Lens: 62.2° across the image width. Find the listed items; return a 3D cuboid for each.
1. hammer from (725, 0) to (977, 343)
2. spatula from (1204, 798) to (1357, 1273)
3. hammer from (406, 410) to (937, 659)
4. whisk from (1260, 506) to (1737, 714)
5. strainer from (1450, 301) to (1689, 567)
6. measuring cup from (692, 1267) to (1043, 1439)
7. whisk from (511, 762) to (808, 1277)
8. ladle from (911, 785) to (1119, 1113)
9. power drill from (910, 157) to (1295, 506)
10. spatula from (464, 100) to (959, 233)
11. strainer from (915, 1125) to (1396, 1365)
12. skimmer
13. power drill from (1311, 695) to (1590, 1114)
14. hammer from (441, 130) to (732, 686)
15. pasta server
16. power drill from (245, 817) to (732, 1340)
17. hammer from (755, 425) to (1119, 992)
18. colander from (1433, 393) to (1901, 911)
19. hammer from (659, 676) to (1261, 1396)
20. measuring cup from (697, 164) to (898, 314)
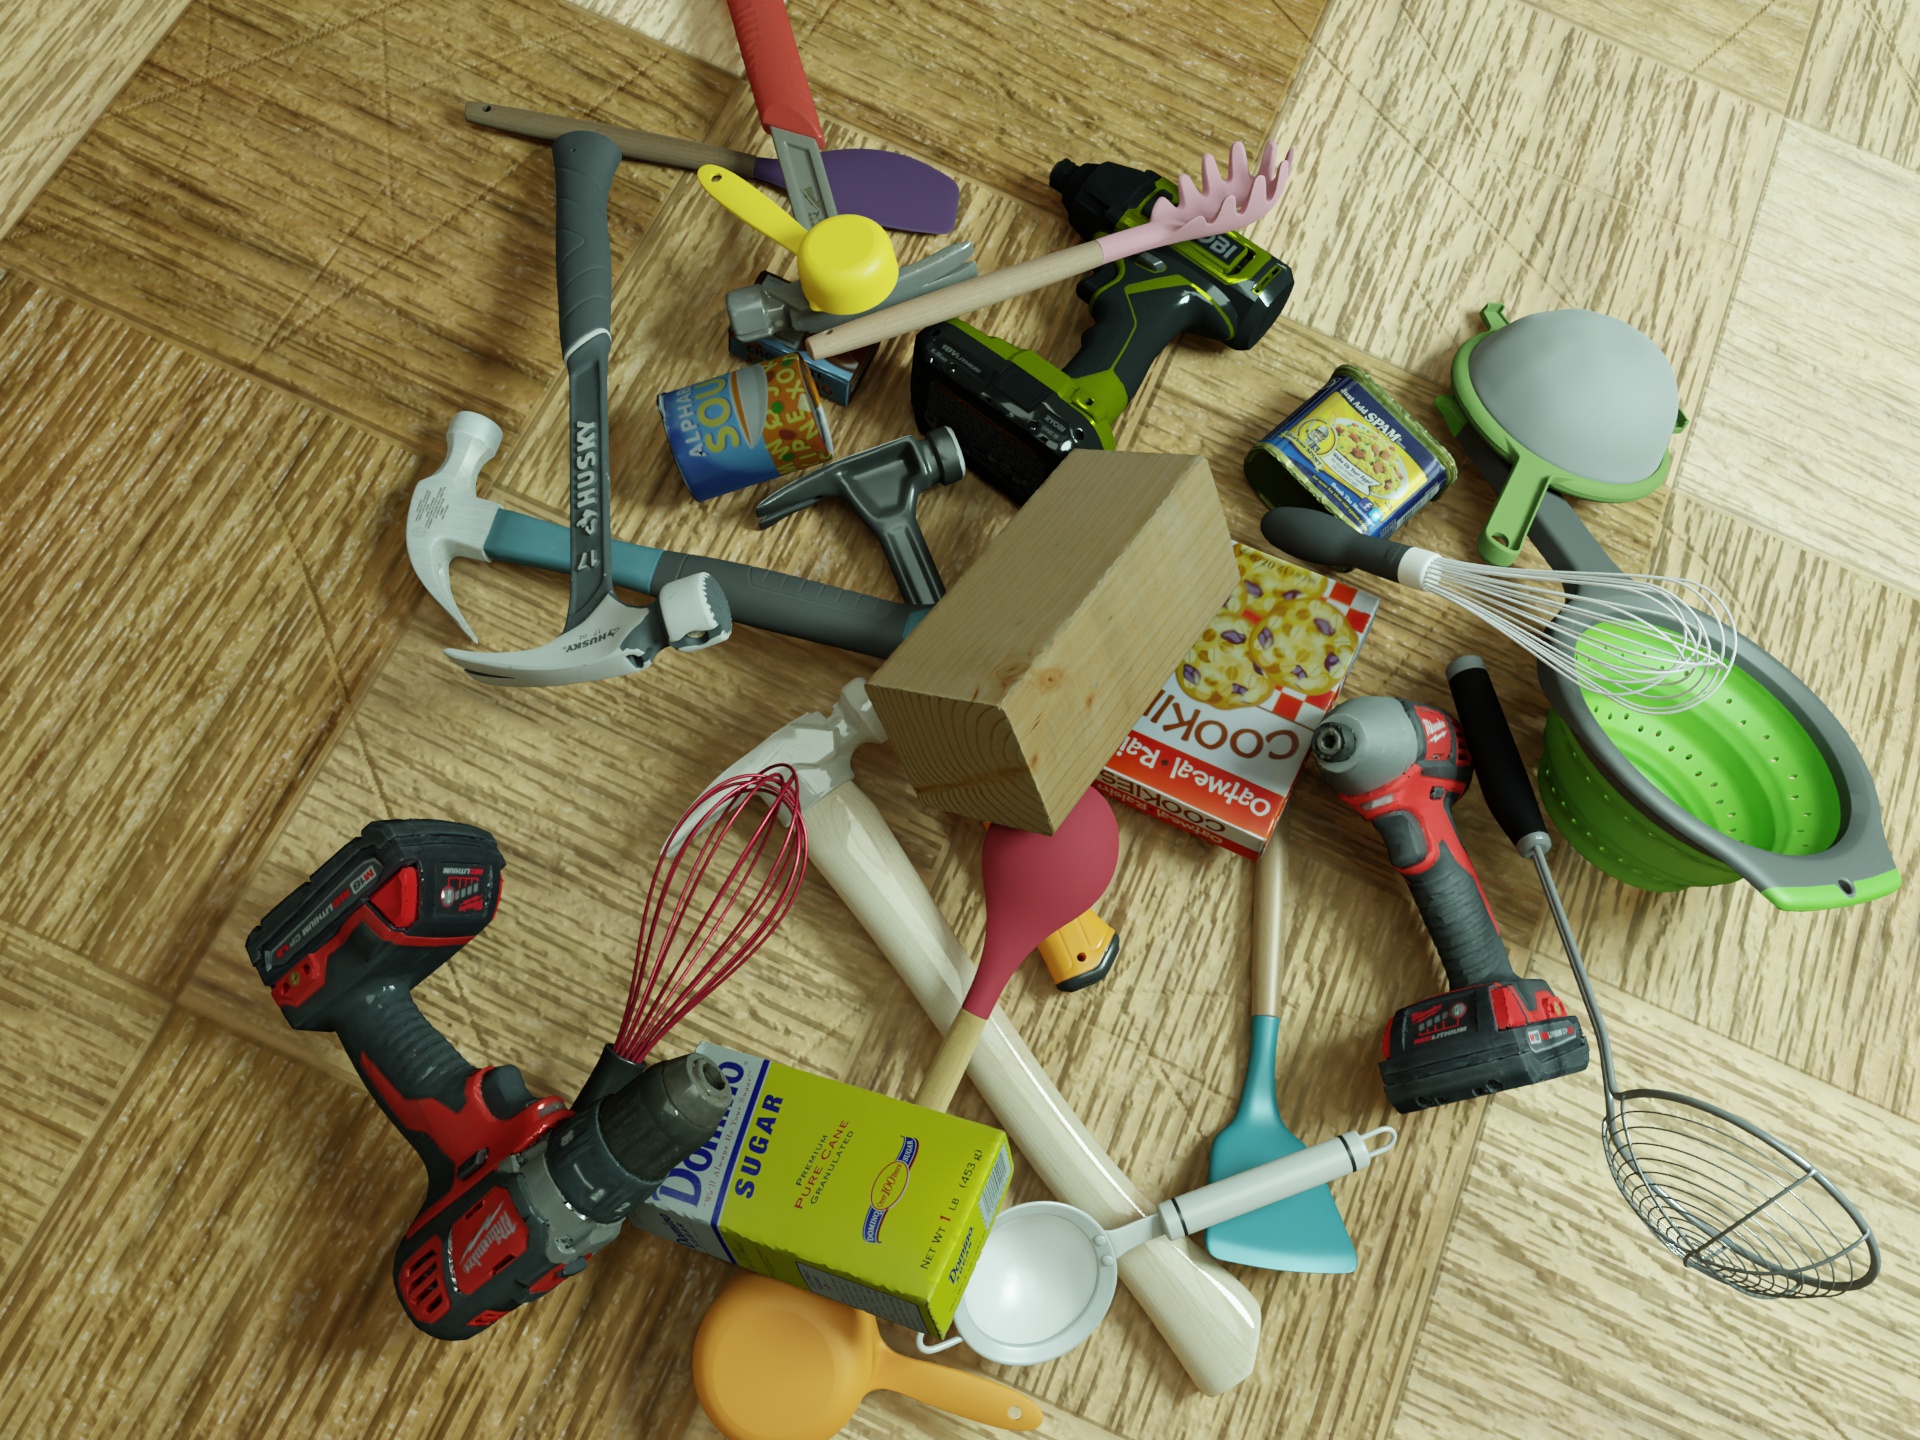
[{"bbox_3d":[-0.104,-0.399,1.002,0.149,0.036,0.359,-16,66,1],"label":"hammer"},{"bbox_3d":[0.175,0.137,0.879,0.082,0.044,0.318,9,69,-8],"label":"spatula"},{"bbox_3d":[-0.155,-0.081,0.892,0.331,0.033,0.128,14,71,8],"label":"hammer"},{"bbox_3d":[0.279,-0.074,0.867,0.285,0.070,0.070,27,65,41],"label":"whisk"},{"bbox_3d":[0.362,-0.179,0.948,0.151,0.069,0.256,33,48,6],"label":"strainer"},{"bbox_3d":[-0.046,0.319,0.766,0.173,0.052,0.095,14,86,8],"label":"measuring cup"},{"bbox_3d":[-0.159,0.151,0.801,0.073,0.073,0.296,28,87,3],"label":"whisk"},{"bbox_3d":[-0.005,0.173,0.814,0.069,0.031,0.315,26,87,9],"label":"ladle"},{"bbox_3d":[0.076,-0.247,0.981,0.171,0.080,0.223,37,68,11],"label":"power drill"},{"bbox_3d":[-0.157,-0.361,1.019,0.316,0.018,0.060,9,68,-5],"label":"spatula"},{"bbox_3d":[0.097,0.251,0.790,0.258,0.050,0.086,-19,105,-4],"label":"strainer"},{"bbox_3d":[0.343,0.113,0.816,0.090,0.127,0.364,-10,56,1],"label":"skimmer"},{"bbox_3d":[0.252,0.091,0.856,0.143,0.078,0.220,9,62,-52],"label":"power drill"},{"bbox_3d":[-0.214,-0.192,0.896,0.149,0.036,0.409,-17,57,11],"label":"hammer"},{"bbox_3d":[0.055,-0.273,0.931,0.316,0.040,0.060,-22,37,-13],"label":"pasta server"},{"bbox_3d":[-0.224,0.154,0.760,0.188,0.080,0.227,-39,71,14],"label":"power drill"},{"bbox_3d":[-0.001,-0.003,0.906,0.127,0.034,0.337,-21,77,-8],"label":"hammer"},{"bbox_3d":[0.371,-0.034,0.943,0.204,0.094,0.398,-3,52,-28],"label":"colander"},{"bbox_3d":[0.009,0.180,0.842,0.146,0.038,0.411,-36,82,-3],"label":"hammer"},{"bbox_3d":[-0.101,-0.290,0.921,0.157,0.029,0.062,39,74,20],"label":"measuring cup"}]
